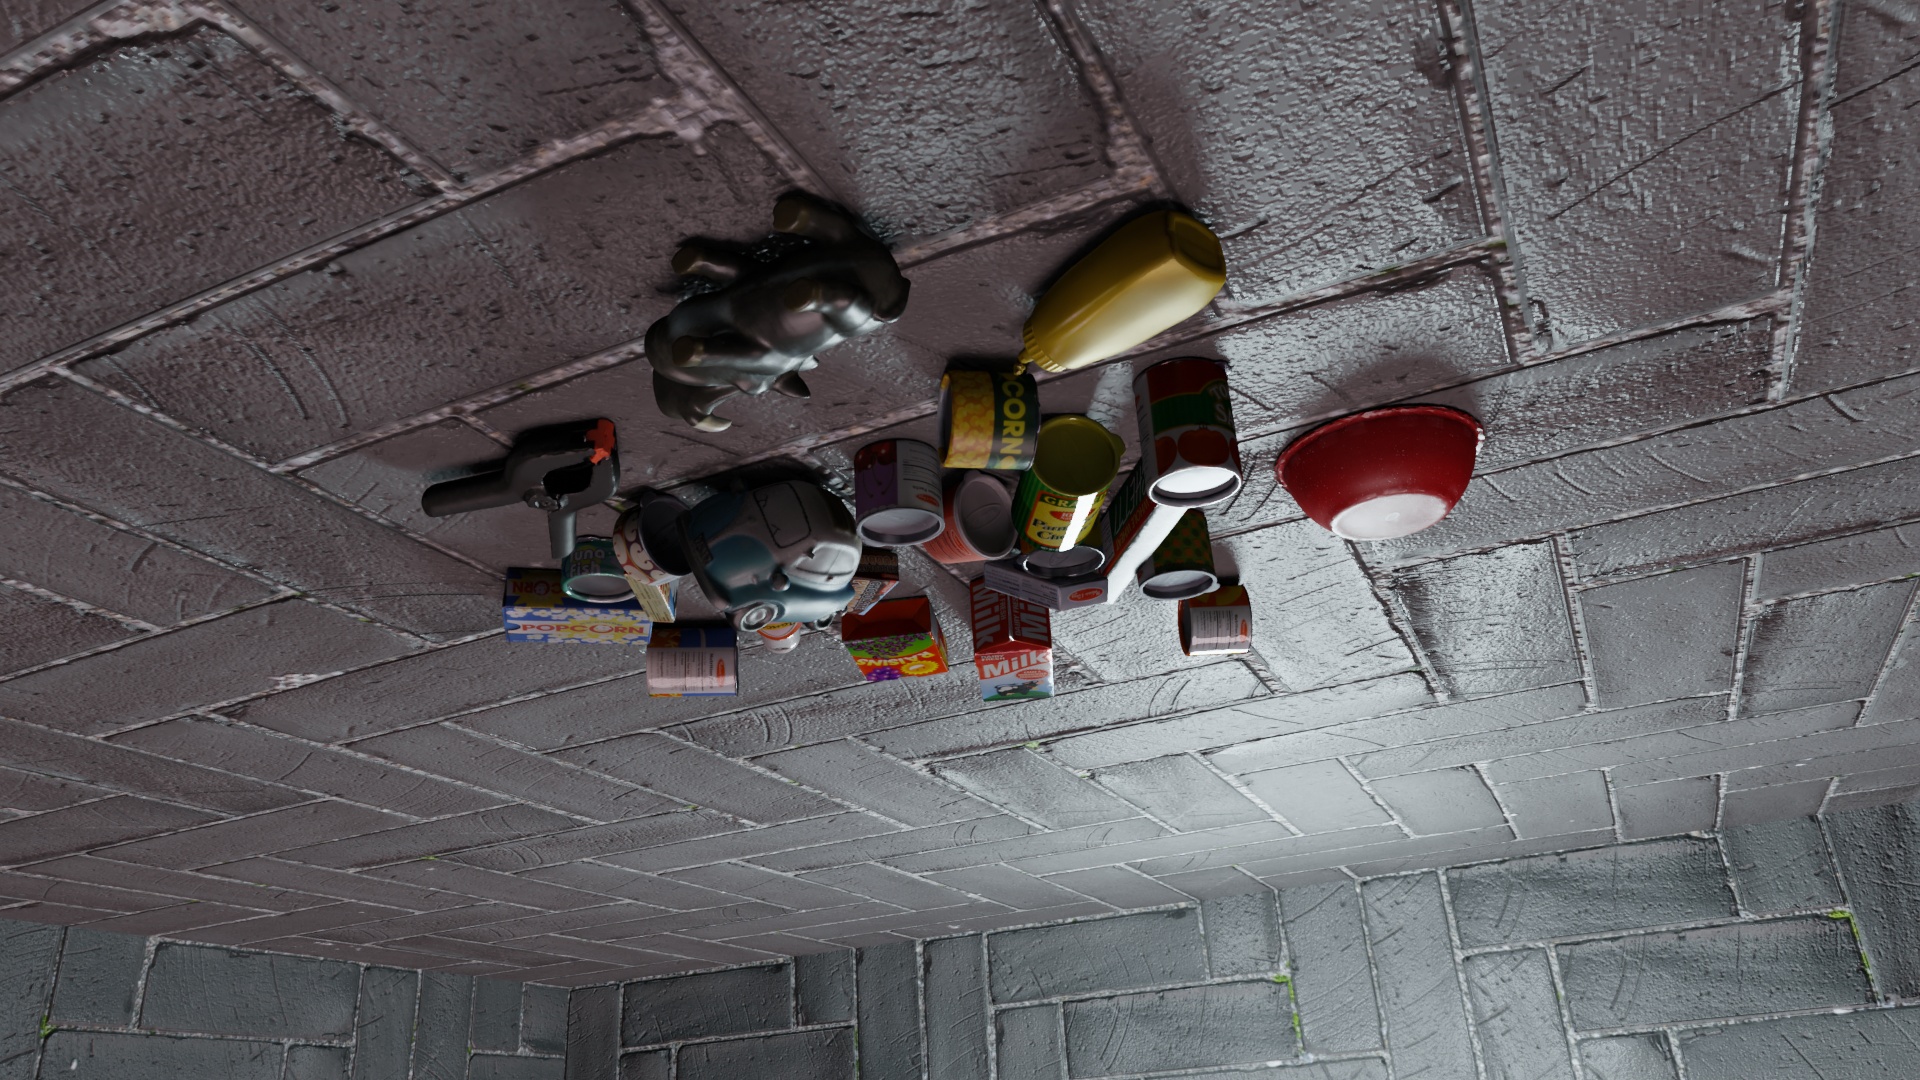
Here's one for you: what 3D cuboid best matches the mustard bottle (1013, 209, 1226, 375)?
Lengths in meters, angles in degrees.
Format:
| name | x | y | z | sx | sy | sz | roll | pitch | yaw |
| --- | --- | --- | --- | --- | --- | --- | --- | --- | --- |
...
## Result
| name | x | y | z | sx | sy | sz | roll | pitch | yaw |
| --- | --- | --- | --- | --- | --- | --- | --- | --- | --- |
| mustard bottle | 0.083 | -0.140 | 0.837 | 0.065 | 0.049 | 0.159 | 17 | 149 | -38 |

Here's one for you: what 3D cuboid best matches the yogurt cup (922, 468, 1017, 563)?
| name | x | y | z | sx | sy | sz | roll | pitch | yaw |
| --- | --- | --- | --- | --- | --- | --- | --- | --- | --- |
| yogurt cup | 0.004 | -0.014 | 1.087 | 0.072 | 0.072 | 0.054 | 19 | 155 | -40 |

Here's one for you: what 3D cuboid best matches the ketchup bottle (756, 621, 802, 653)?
| name | x | y | z | sx | sy | sz | roll | pitch | yaw |
| --- | --- | --- | --- | --- | --- | --- | --- | --- | --- |
| ketchup bottle | -0.166 | 0.059 | 1.243 | 0.065 | 0.044 | 0.148 | -2 | 156 | -4 |

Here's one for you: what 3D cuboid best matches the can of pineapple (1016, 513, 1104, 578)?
| name | x | y | z | sx | sy | sz | roll | pitch | yaw |
| --- | --- | --- | --- | --- | --- | --- | --- | --- | --- |
| can of pineapple | 0.078 | -0.009 | 1.113 | 0.071 | 0.058 | 0.070 | -3 | 155 | -1 |

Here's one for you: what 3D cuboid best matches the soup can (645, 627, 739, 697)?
| name | x | y | z | sx | sy | sz | roll | pitch | yaw |
| --- | --- | --- | --- | --- | --- | --- | --- | --- | --- |
| soup can | -0.255 | 0.116 | 1.329 | 0.084 | 0.071 | 0.071 | 0 | 155 | -6 |

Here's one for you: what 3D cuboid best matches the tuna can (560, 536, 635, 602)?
| name | x | y | z | sx | sy | sz | roll | pitch | yaw |
| --- | --- | --- | --- | --- | --- | --- | --- | --- | --- |
| tuna can | -0.300 | 0.025 | 1.159 | 0.071 | 0.033 | 0.070 | -3 | 156 | -1 |

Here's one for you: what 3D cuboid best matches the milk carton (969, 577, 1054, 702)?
| name | x | y | z | sx | sy | sz | roll | pitch | yaw |
| --- | --- | --- | --- | --- | --- | --- | --- | --- | --- |
| milk carton | 0.049 | 0.089 | 1.306 | 0.073 | 0.072 | 0.189 | -5 | 155 | 3 |

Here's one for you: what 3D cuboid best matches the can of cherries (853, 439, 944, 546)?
| name | x | y | z | sx | sy | sz | roll | pitch | yaw |
| --- | --- | --- | --- | --- | --- | --- | --- | --- | --- |
| can of cherries | -0.049 | -0.034 | 1.038 | 0.071 | 0.058 | 0.071 | -4 | 156 | -2 |

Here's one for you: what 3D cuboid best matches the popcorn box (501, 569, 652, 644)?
| name | x | y | z | sx | sy | sz | roll | pitch | yaw |
| --- | --- | --- | --- | --- | --- | --- | --- | --- | --- |
| popcorn box | -0.335 | 0.060 | 1.225 | 0.127 | 0.038 | 0.085 | 2 | 156 | -14 |

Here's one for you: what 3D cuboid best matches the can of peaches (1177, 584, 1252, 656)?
| name | x | y | z | sx | sy | sz | roll | pitch | yaw |
| --- | --- | --- | --- | --- | --- | --- | --- | --- | --- |
| can of peaches | 0.240 | 0.075 | 1.315 | 0.058 | 0.071 | 0.071 | -3 | 155 | -3 |

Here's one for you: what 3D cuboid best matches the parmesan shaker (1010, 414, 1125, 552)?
| name | x | y | z | sx | sy | sz | roll | pitch | yaw |
| --- | --- | --- | --- | --- | --- | --- | --- | --- | --- |
| parmesan shaker | 0.079 | -0.041 | 1.034 | 0.071 | 0.071 | 0.102 | -1 | 155 | -6 |

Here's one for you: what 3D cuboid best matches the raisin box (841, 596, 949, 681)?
| name | x | y | z | sx | sy | sz | roll | pitch | yaw |
| --- | --- | --- | --- | --- | --- | --- | --- | --- | --- |
| raisin box | -0.061 | 0.098 | 1.348 | 0.086 | 0.040 | 0.123 | -7 | 156 | 5 |

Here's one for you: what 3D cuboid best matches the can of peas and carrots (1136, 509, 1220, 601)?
| name | x | y | z | sx | sy | sz | roll | pitch | yaw |
| --- | --- | --- | --- | --- | --- | --- | --- | --- | --- |
| can of peas and carrots | 0.182 | 0.012 | 1.174 | 0.071 | 0.059 | 0.070 | -4 | 156 | -2 |

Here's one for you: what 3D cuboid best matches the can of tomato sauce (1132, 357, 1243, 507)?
| name | x | y | z | sx | sy | sz | roll | pitch | yaw |
| --- | --- | --- | --- | --- | --- | --- | --- | --- | --- |
| can of tomato sauce | 0.158 | -0.073 | 0.953 | 0.071 | 0.083 | 0.071 | -3 | 155 | -1 |

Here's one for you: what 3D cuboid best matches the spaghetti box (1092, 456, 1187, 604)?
| name | x | y | z | sx | sy | sz | roll | pitch | yaw |
| --- | --- | --- | --- | --- | --- | --- | --- | --- | --- |
| spaghetti box | 0.142 | -0.016 | 1.116 | 0.029 | 0.050 | 0.249 | 0 | 155 | -13 |

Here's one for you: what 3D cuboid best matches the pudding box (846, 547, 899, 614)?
| name | x | y | z | sx | sy | sz | roll | pitch | yaw |
| --- | --- | --- | --- | --- | --- | --- | --- | --- | --- |
| pudding box | -0.092 | 0.036 | 1.219 | 0.050 | 0.030 | 0.083 | 8 | 153 | -26 |

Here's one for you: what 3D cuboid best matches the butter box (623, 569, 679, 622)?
| name | x | y | z | sx | sy | sz | roll | pitch | yaw |
| --- | --- | --- | --- | --- | --- | --- | --- | --- | --- |
| butter box | -0.253 | 0.025 | 1.143 | 0.024 | 0.053 | 0.103 | -1 | 155 | 0 |

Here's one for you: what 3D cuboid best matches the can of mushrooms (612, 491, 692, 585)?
| name | x | y | z | sx | sy | sz | roll | pitch | yaw |
| --- | --- | --- | --- | --- | --- | --- | --- | --- | --- |
| can of mushrooms | -0.234 | -0.002 | 1.075 | 0.033 | 0.071 | 0.071 | -21 | 150 | 34 |

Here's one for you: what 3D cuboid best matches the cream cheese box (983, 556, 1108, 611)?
| name | x | y | z | sx | sy | sz | roll | pitch | yaw |
| --- | --- | --- | --- | --- | --- | --- | --- | --- | --- |
| cream cheese box | 0.071 | 0.035 | 1.174 | 0.053 | 0.024 | 0.104 | -8 | -165 | -36 |

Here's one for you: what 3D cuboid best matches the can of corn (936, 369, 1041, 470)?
| name | x | y | z | sx | sy | sz | roll | pitch | yaw |
| --- | --- | --- | --- | --- | --- | --- | --- | --- | --- |
| can of corn | 0.018 | -0.081 | 0.933 | 0.058 | 0.071 | 0.071 | 2 | 155 | -11 |
